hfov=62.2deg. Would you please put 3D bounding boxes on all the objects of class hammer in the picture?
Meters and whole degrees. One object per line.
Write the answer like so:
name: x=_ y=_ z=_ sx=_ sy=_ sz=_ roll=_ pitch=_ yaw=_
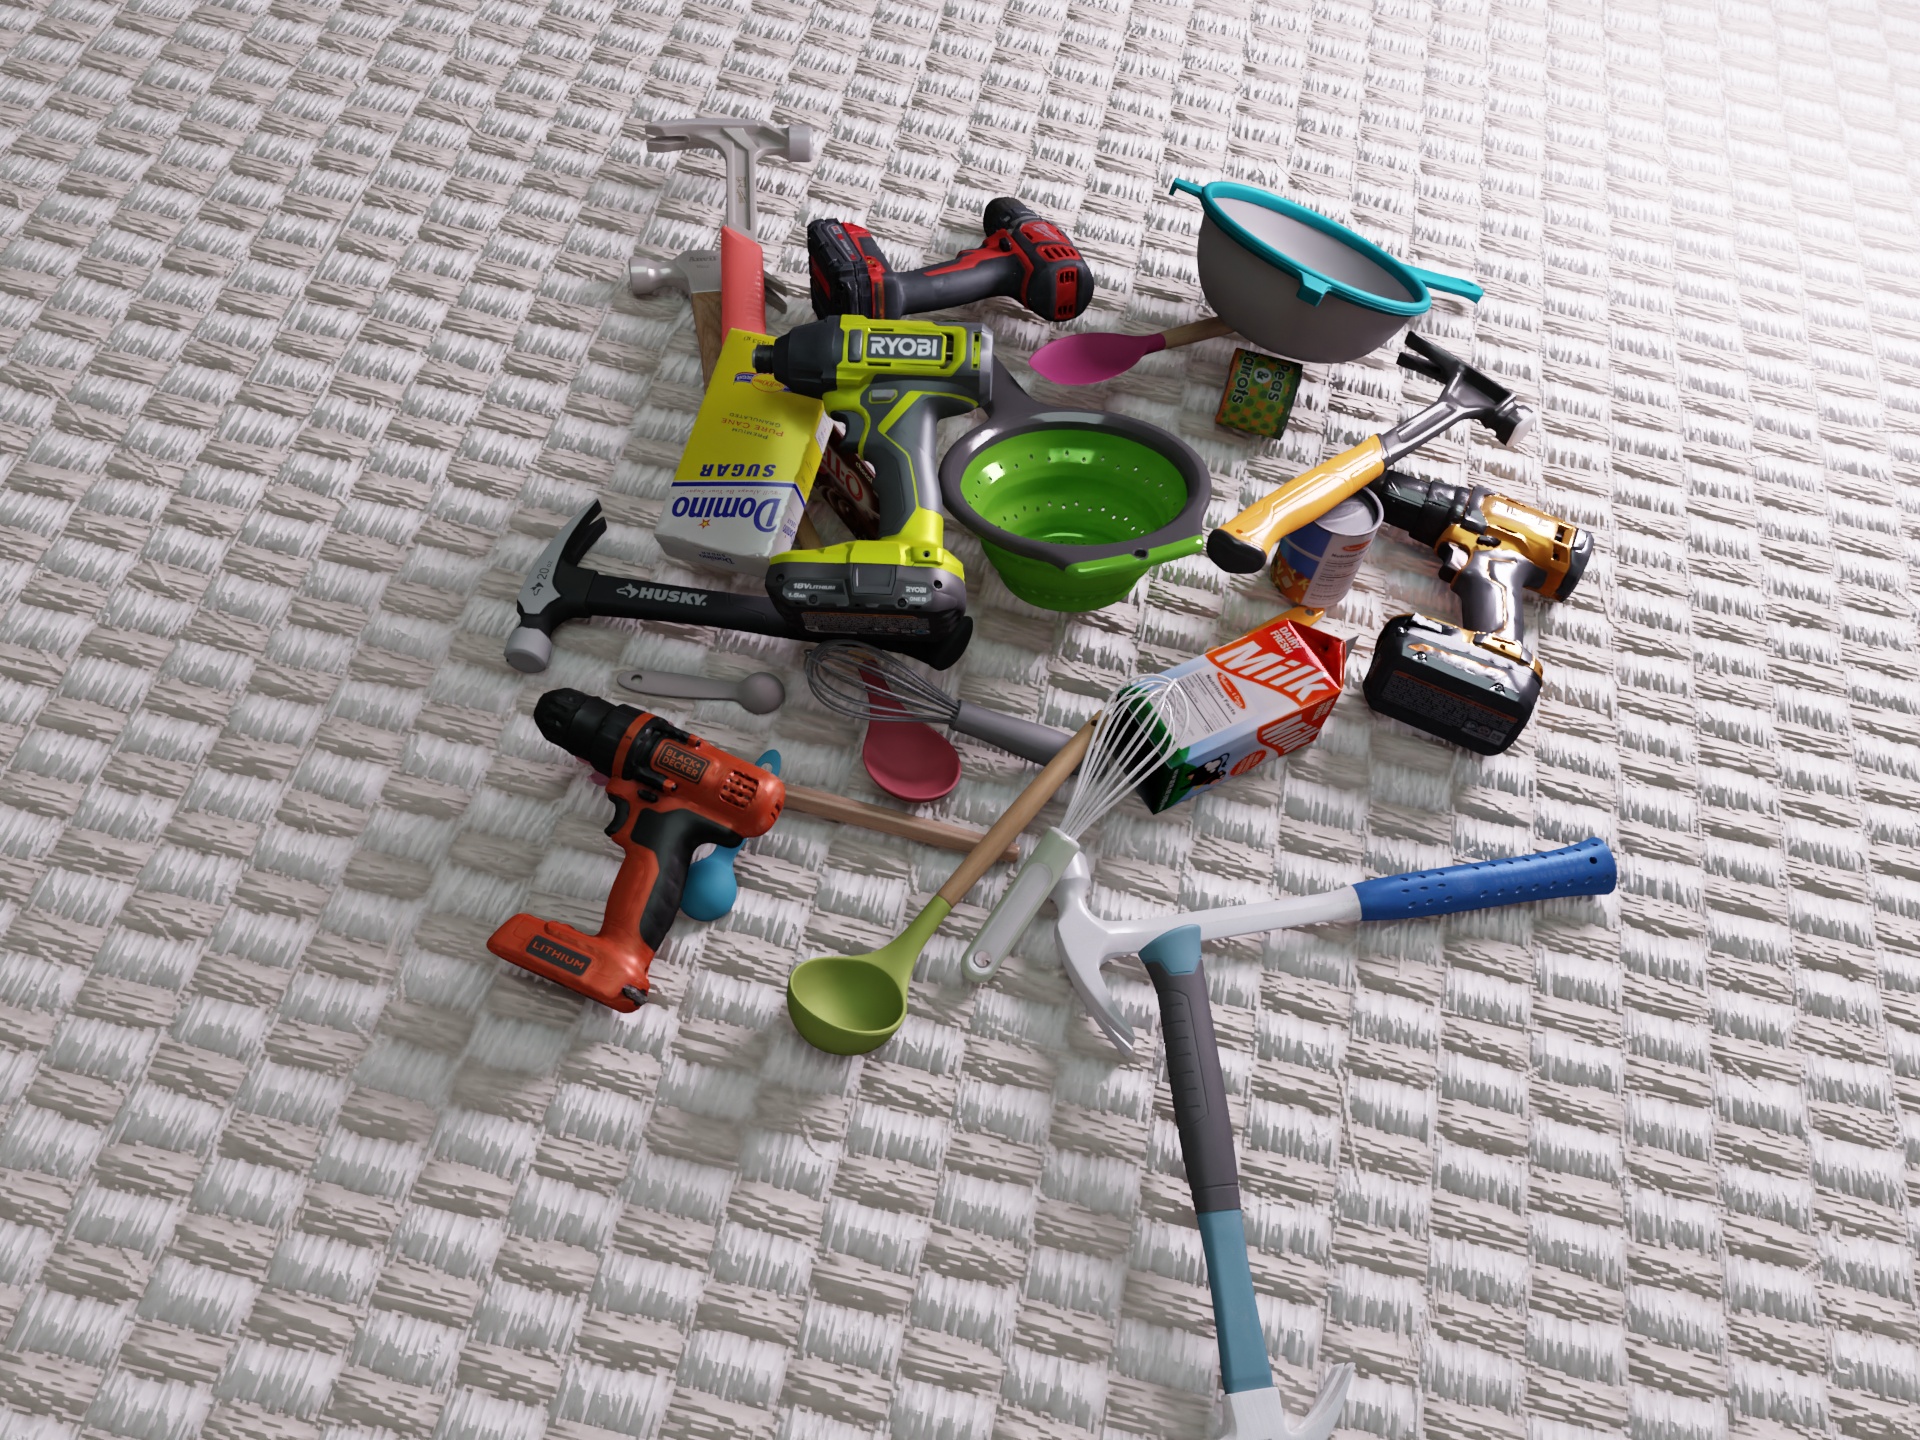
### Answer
hammer: x=0.155 y=0.288 z=0.976 sx=0.128 sy=0.033 sz=0.331 roll=-3 pitch=67 yaw=-9
hammer: x=-0.193 y=-0.377 z=1.335 sx=0.149 sy=0.036 sz=0.359 roll=-2 pitch=59 yaw=-6
hammer: x=0.300 y=-0.200 z=1.217 sx=0.337 sy=0.034 sz=0.127 roll=-33 pitch=63 yaw=-31
hammer: x=0.265 y=0.134 z=1.104 sx=0.405 sy=0.035 sz=0.144 roll=-7 pitch=59 yaw=-10
hammer: x=-0.192 y=-0.265 z=1.307 sx=0.130 sy=0.031 sz=0.332 roll=-8 pitch=60 yaw=-10
hammer: x=-0.157 y=-0.084 z=1.177 sx=0.335 sy=0.035 sz=0.146 roll=7 pitch=58 yaw=7

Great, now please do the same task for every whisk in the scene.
whisk: x=-0.001 y=-0.004 z=1.131 sx=0.239 sy=0.055 sz=0.055 roll=20 pitch=57 yaw=-14
whisk: x=0.075 y=0.072 z=1.070 sx=0.058 sy=0.059 sz=0.246 roll=34 pitch=88 yaw=6

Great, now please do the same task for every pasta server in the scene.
pasta server: x=-0.112 y=0.054 z=1.115 sx=0.316 sy=0.040 sz=0.060 roll=14 pitch=80 yaw=1

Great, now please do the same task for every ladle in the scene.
ladle: x=-0.081 y=-0.062 z=1.196 sx=0.069 sy=0.031 sz=0.316 roll=-12 pitch=58 yaw=-23
ladle: x=0.004 y=0.098 z=1.072 sx=0.078 sy=0.062 sz=0.320 roll=32 pitch=65 yaw=24

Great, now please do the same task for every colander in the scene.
colander: x=0.055 y=-0.198 z=1.270 sx=0.204 sy=0.094 sz=0.398 roll=-14 pitch=43 yaw=-16

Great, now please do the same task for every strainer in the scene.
strainer: x=0.326 y=-0.360 z=1.368 sx=0.340 sy=0.095 sz=0.211 roll=-2 pitch=41 yaw=-39

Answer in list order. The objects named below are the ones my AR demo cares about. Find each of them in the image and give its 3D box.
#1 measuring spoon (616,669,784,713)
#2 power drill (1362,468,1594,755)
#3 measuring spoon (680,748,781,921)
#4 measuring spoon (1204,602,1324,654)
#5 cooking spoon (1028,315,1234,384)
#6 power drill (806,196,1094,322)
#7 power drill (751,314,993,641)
measuring spoon: x=-0.191 y=-0.027 z=1.168 sx=0.124 sy=0.018 sz=0.034 roll=6 pitch=58 yaw=-1
power drill: x=0.380 y=-0.100 z=1.237 sx=0.185 sy=0.084 sz=0.226 roll=23 pitch=55 yaw=9
measuring spoon: x=-0.155 y=0.076 z=1.083 sx=0.042 sy=0.021 sz=0.129 roll=24 pitch=78 yaw=4
measuring spoon: x=0.239 y=-0.069 z=1.241 sx=0.117 sy=0.011 sz=0.021 roll=-25 pitch=64 yaw=-20
cooking spoon: x=0.189 y=-0.328 z=1.357 sx=0.319 sy=0.017 sz=0.069 roll=-22 pitch=50 yaw=-31
power drill: x=-0.015 y=-0.395 z=1.370 sx=0.226 sy=0.080 sz=0.188 roll=-11 pitch=41 yaw=-13
power drill: x=-0.067 y=-0.174 z=1.115 sx=0.171 sy=0.080 sz=0.223 roll=3 pitch=76 yaw=2
